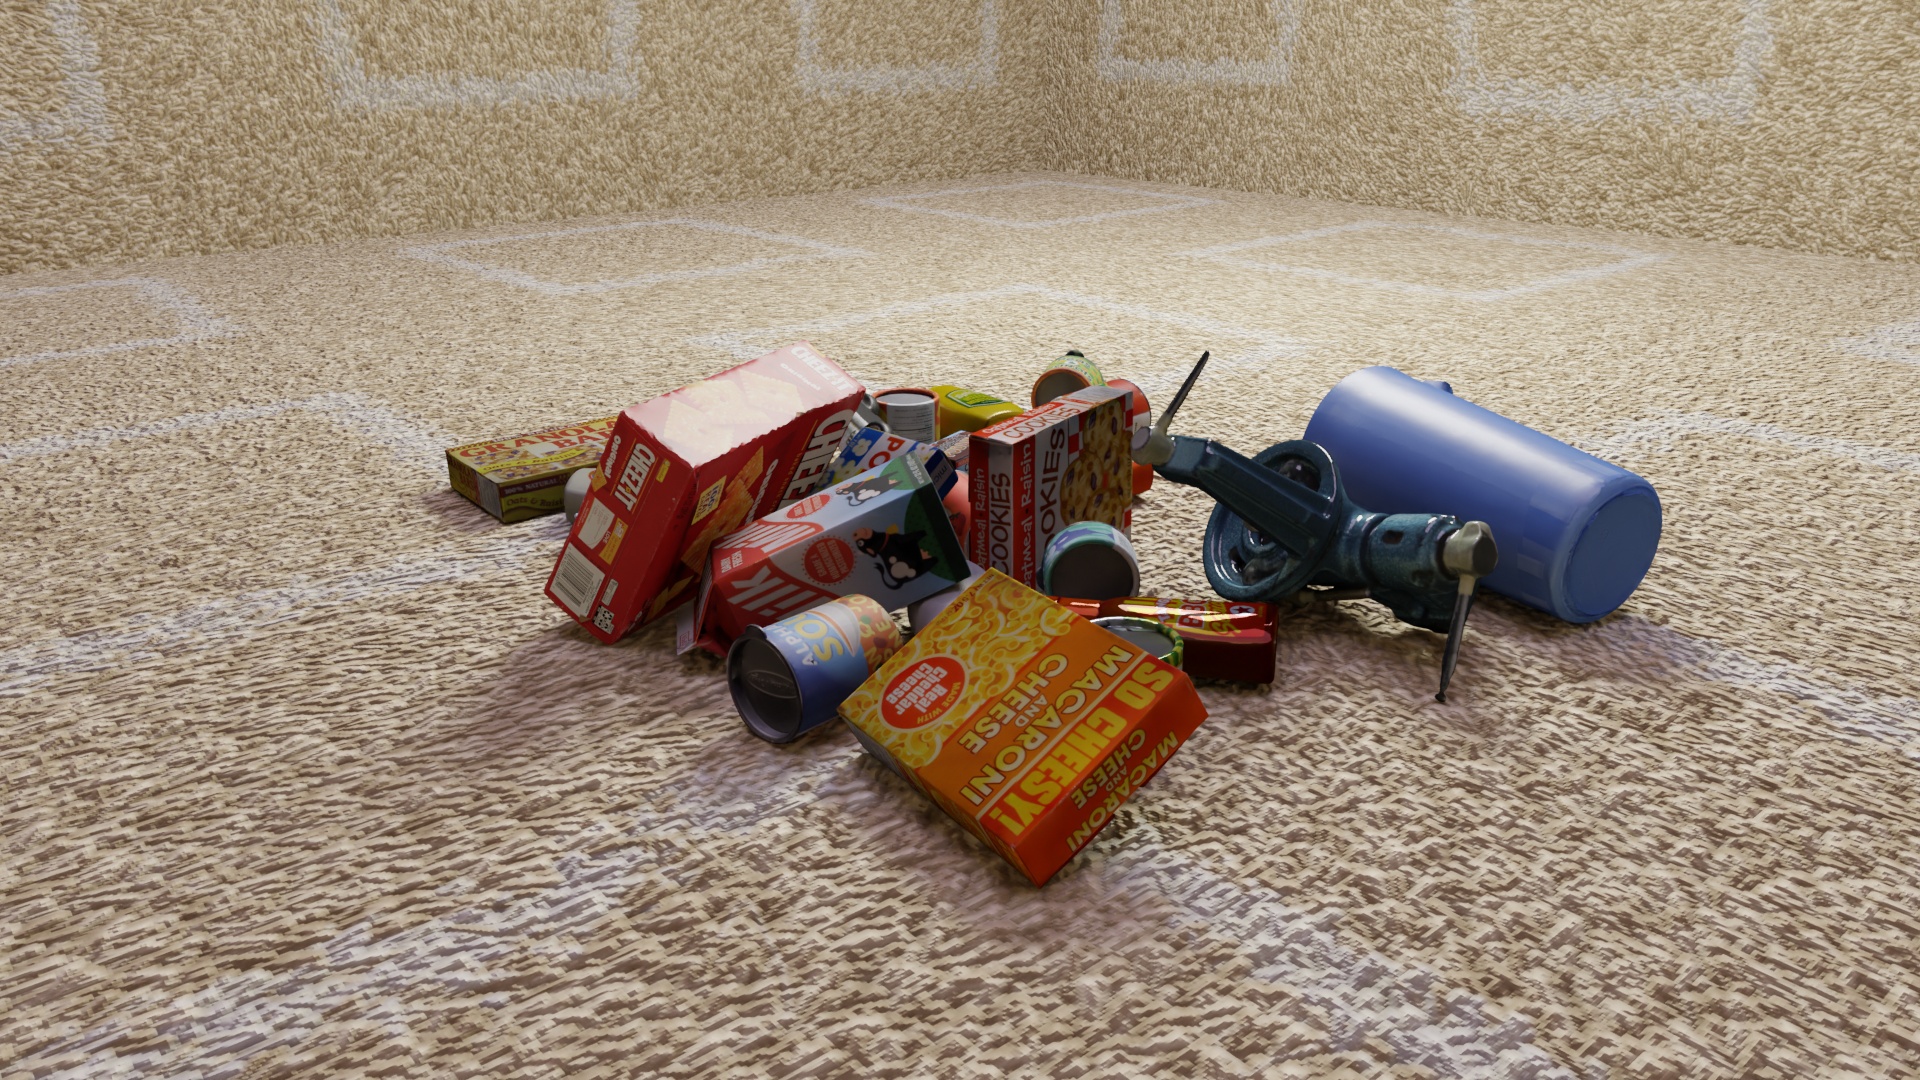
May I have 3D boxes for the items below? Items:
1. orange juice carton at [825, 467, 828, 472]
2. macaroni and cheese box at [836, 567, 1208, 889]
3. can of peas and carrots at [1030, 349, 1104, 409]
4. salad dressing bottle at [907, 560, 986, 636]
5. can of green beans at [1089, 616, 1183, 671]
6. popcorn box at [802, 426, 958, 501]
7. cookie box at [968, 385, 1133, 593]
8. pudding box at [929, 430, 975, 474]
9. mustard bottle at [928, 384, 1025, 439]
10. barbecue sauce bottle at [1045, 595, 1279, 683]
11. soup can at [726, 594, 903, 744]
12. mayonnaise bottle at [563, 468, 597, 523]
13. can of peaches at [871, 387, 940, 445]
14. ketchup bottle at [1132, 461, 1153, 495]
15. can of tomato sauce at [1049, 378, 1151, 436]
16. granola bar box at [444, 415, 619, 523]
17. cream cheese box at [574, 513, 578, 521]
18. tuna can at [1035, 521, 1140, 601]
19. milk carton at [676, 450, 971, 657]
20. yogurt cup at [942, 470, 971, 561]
[{"bbox_3d":[-0.174,-0.078,1.211,0.073,0.071,0.193,-17,26,-36],"label":"orange juice carton"},{"bbox_3d":[0.029,0.091,0.731,0.124,0.040,0.167,-42,37,-16],"label":"macaroni and cheese box"},{"bbox_3d":[0.108,-0.150,1.396,0.071,0.070,0.059,5,22,14],"label":"can of peas and carrots"},{"bbox_3d":[0.000,0.058,0.887,0.064,0.043,0.148,-4,22,-4],"label":"salad dressing bottle"},{"bbox_3d":[0.094,0.082,0.798,0.071,0.057,0.071,0,21,0],"label":"can of green beans"},{"bbox_3d":[-0.072,-0.020,1.011,0.085,0.038,0.127,19,64,41],"label":"popcorn box"},{"bbox_3d":[0.068,-0.036,1.020,0.040,0.122,0.168,13,24,34],"label":"cookie box"},{"bbox_3d":[-0.001,-0.073,1.250,0.049,0.030,0.084,12,24,31],"label":"pudding box"},{"bbox_3d":[0.001,-0.122,1.354,0.065,0.048,0.160,-10,23,-32],"label":"mustard bottle"},{"bbox_3d":[0.125,0.059,0.879,0.148,0.043,0.065,4,22,13],"label":"barbecue sauce bottle"},{"bbox_3d":[-0.084,0.071,0.814,0.071,0.071,0.084,17,27,40],"label":"soup can"},{"bbox_3d":[-0.246,-0.037,1.145,0.148,0.041,0.065,0,21,2],"label":"mayonnaise bottle"},{"bbox_3d":[-0.053,-0.110,1.310,0.071,0.057,0.071,0,21,0],"label":"can of peaches"},{"bbox_3d":[0.090,-0.046,1.161,0.149,0.043,0.065,-17,26,-36],"label":"ketchup bottle"},{"bbox_3d":[0.126,-0.112,1.299,0.071,0.071,0.083,18,28,41],"label":"can of tomato sauce"},{"bbox_3d":[-0.350,-0.065,1.226,0.166,0.039,0.124,-17,26,-36],"label":"granola bar box"},{"bbox_3d":[-0.265,0.002,1.065,0.053,0.024,0.104,-7,22,-17],"label":"cream cheese box"},{"bbox_3d":[0.086,0.024,0.945,0.071,0.070,0.033,0,21,1],"label":"tuna can"},{"bbox_3d":[-0.097,0.020,0.905,0.191,0.073,0.072,-24,23,-2],"label":"milk carton"},{"bbox_3d":[0.004,-0.013,1.048,0.073,0.072,0.054,-19,36,-41],"label":"yogurt cup"}]
